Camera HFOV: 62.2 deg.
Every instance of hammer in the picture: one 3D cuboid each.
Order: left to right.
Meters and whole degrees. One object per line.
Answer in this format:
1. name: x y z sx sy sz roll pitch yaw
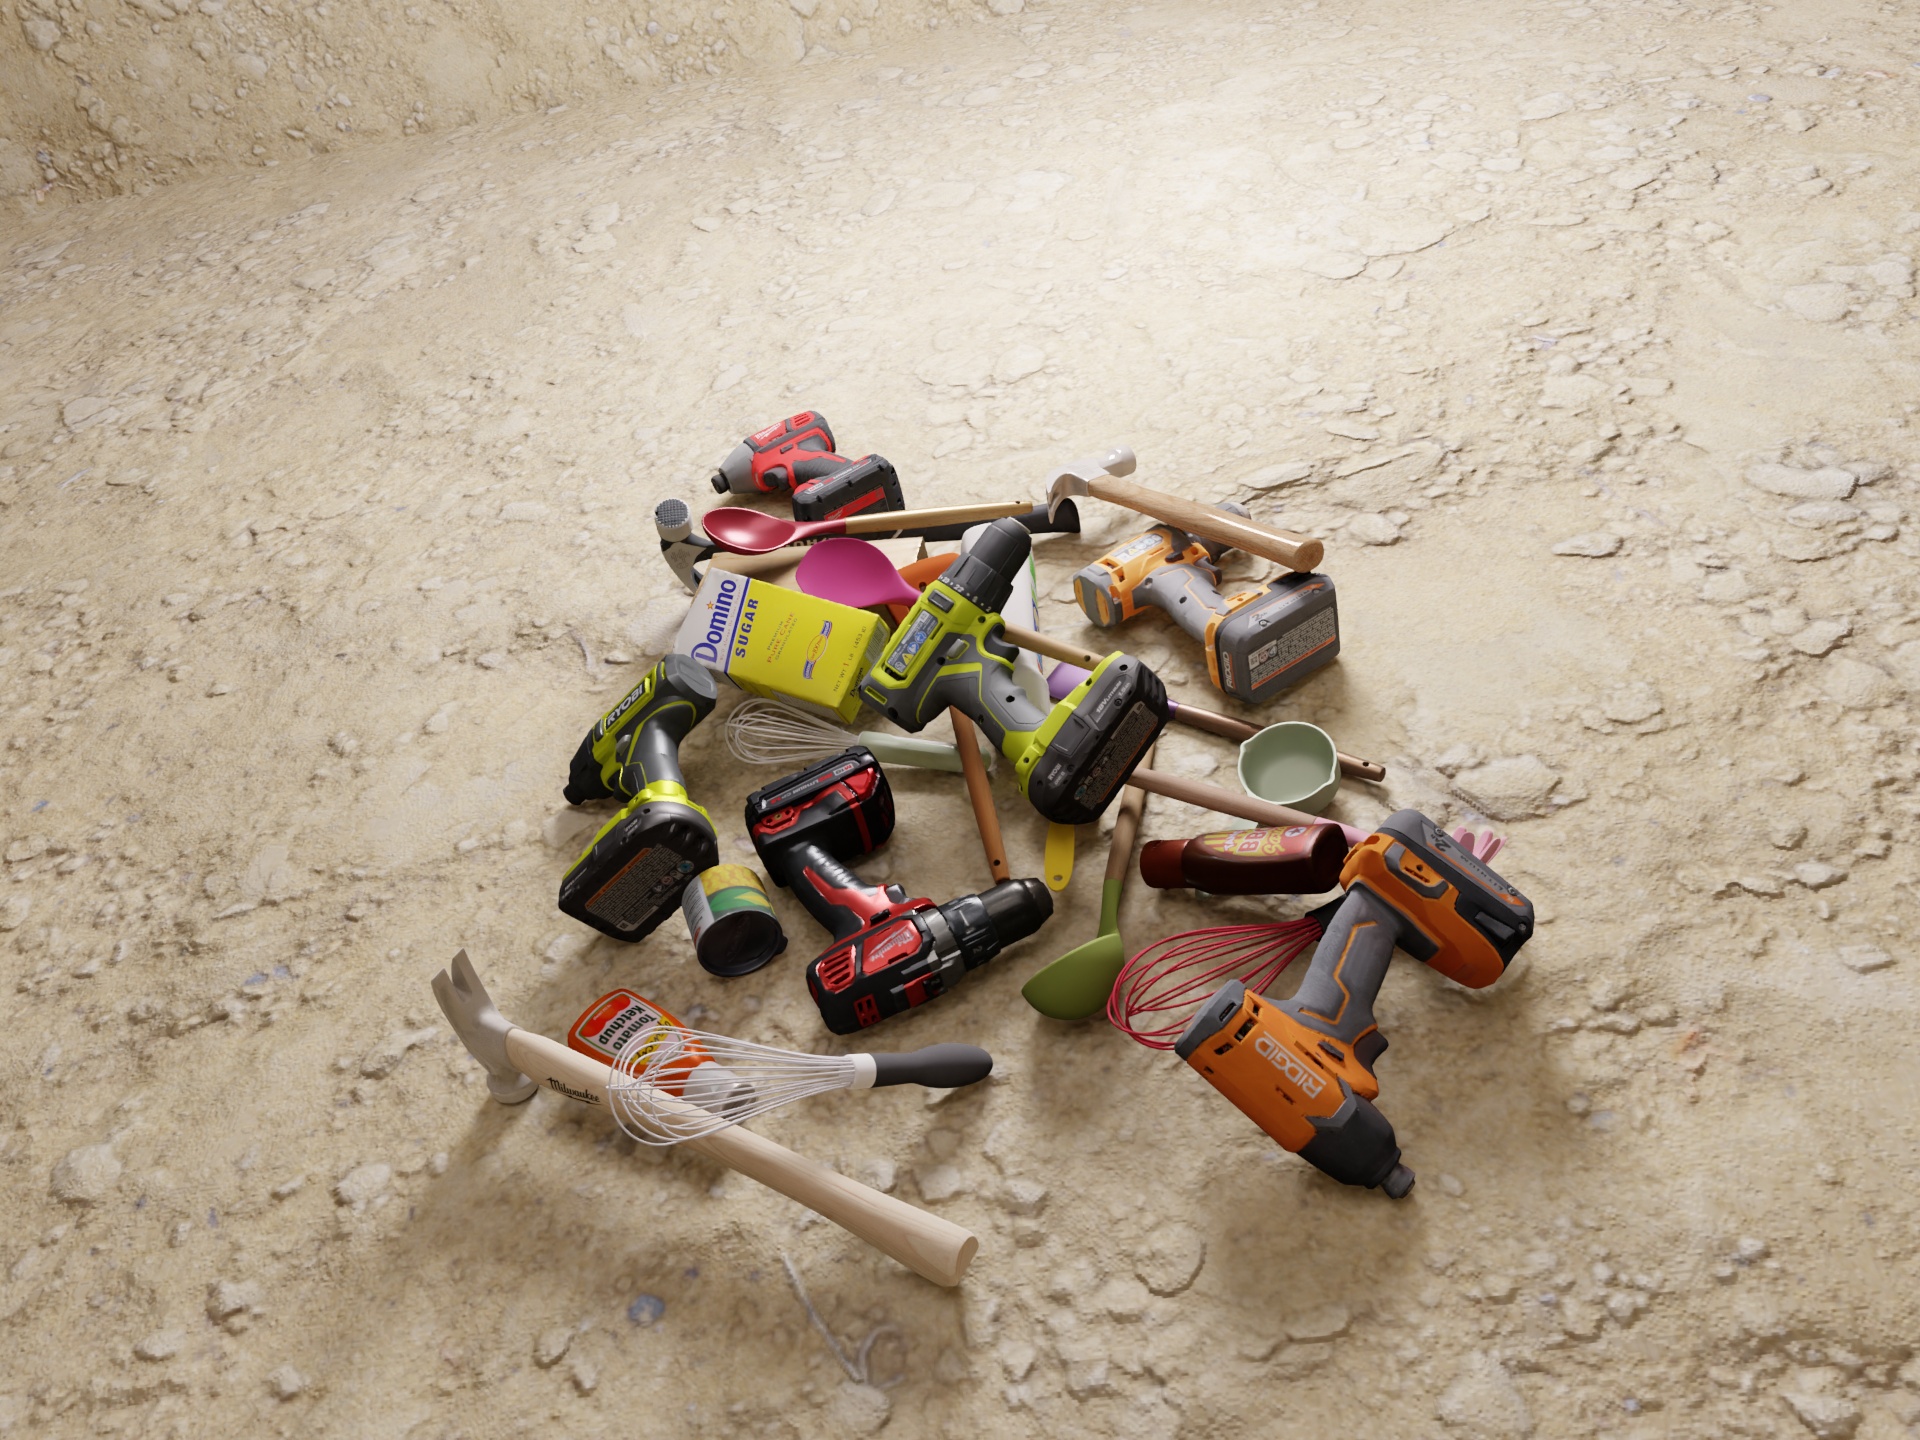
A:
1. hammer: -0.175 0.264 1.043 0.411 0.146 0.038 17 50 26
2. hammer: -0.084 -0.178 1.552 0.409 0.149 0.036 -5 64 -4
3. hammer: 0.194 -0.187 1.429 0.130 0.031 0.332 -23 31 -26

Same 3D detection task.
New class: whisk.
1. whisk: -0.093 0.225 1.017 0.284 0.070 0.070 5 26 -37
2. whisk: -0.091 0.019 1.363 0.246 0.057 0.059 7 79 18
3. whisk: 0.231 0.152 1.106 0.296 0.073 0.073 -22 40 -19

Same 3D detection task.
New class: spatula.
1. spatula: -0.002 -0.004 1.318 0.081 0.041 0.323 -19 52 6
2. spatula: 0.205 -0.002 1.319 0.316 0.018 0.060 20 55 35

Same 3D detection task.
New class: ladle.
1. ladle: -0.083 -0.186 1.483 0.315 0.031 0.069 -7 44 -14
2. ladle: 0.110 0.100 1.202 0.062 0.078 0.320 34 40 -11

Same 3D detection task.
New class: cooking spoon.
1. cooking spoon: -0.013 -0.093 1.349 0.319 0.017 0.069 21 76 30

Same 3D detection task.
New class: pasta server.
1. pasta server: 0.238 0.064 1.171 0.316 0.040 0.060 15 6 32

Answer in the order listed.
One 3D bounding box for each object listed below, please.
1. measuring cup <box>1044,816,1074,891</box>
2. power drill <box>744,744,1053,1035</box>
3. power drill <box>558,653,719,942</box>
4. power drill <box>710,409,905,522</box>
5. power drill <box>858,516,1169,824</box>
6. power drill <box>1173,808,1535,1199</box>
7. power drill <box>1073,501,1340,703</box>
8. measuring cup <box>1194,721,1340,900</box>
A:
1. measuring cup: 0.080 0.087 1.233 0.062 0.029 0.157 -2 36 10
2. power drill: -0.052 0.120 1.212 0.188 0.080 0.227 -24 44 -11
3. power drill: -0.269 0.066 1.309 0.171 0.080 0.223 -41 34 20
4. power drill: -0.166 -0.252 1.680 0.143 0.078 0.220 -30 39 -18
5. power drill: 0.048 -0.042 1.248 0.229 0.080 0.190 36 91 33
6. power drill: 0.267 0.183 1.018 0.164 0.084 0.226 41 66 15
7. power drill: 0.234 -0.117 1.402 0.185 0.084 0.226 -30 38 -20
8. measuring cup: 0.230 0.077 1.216 0.083 0.038 0.167 23 69 37
